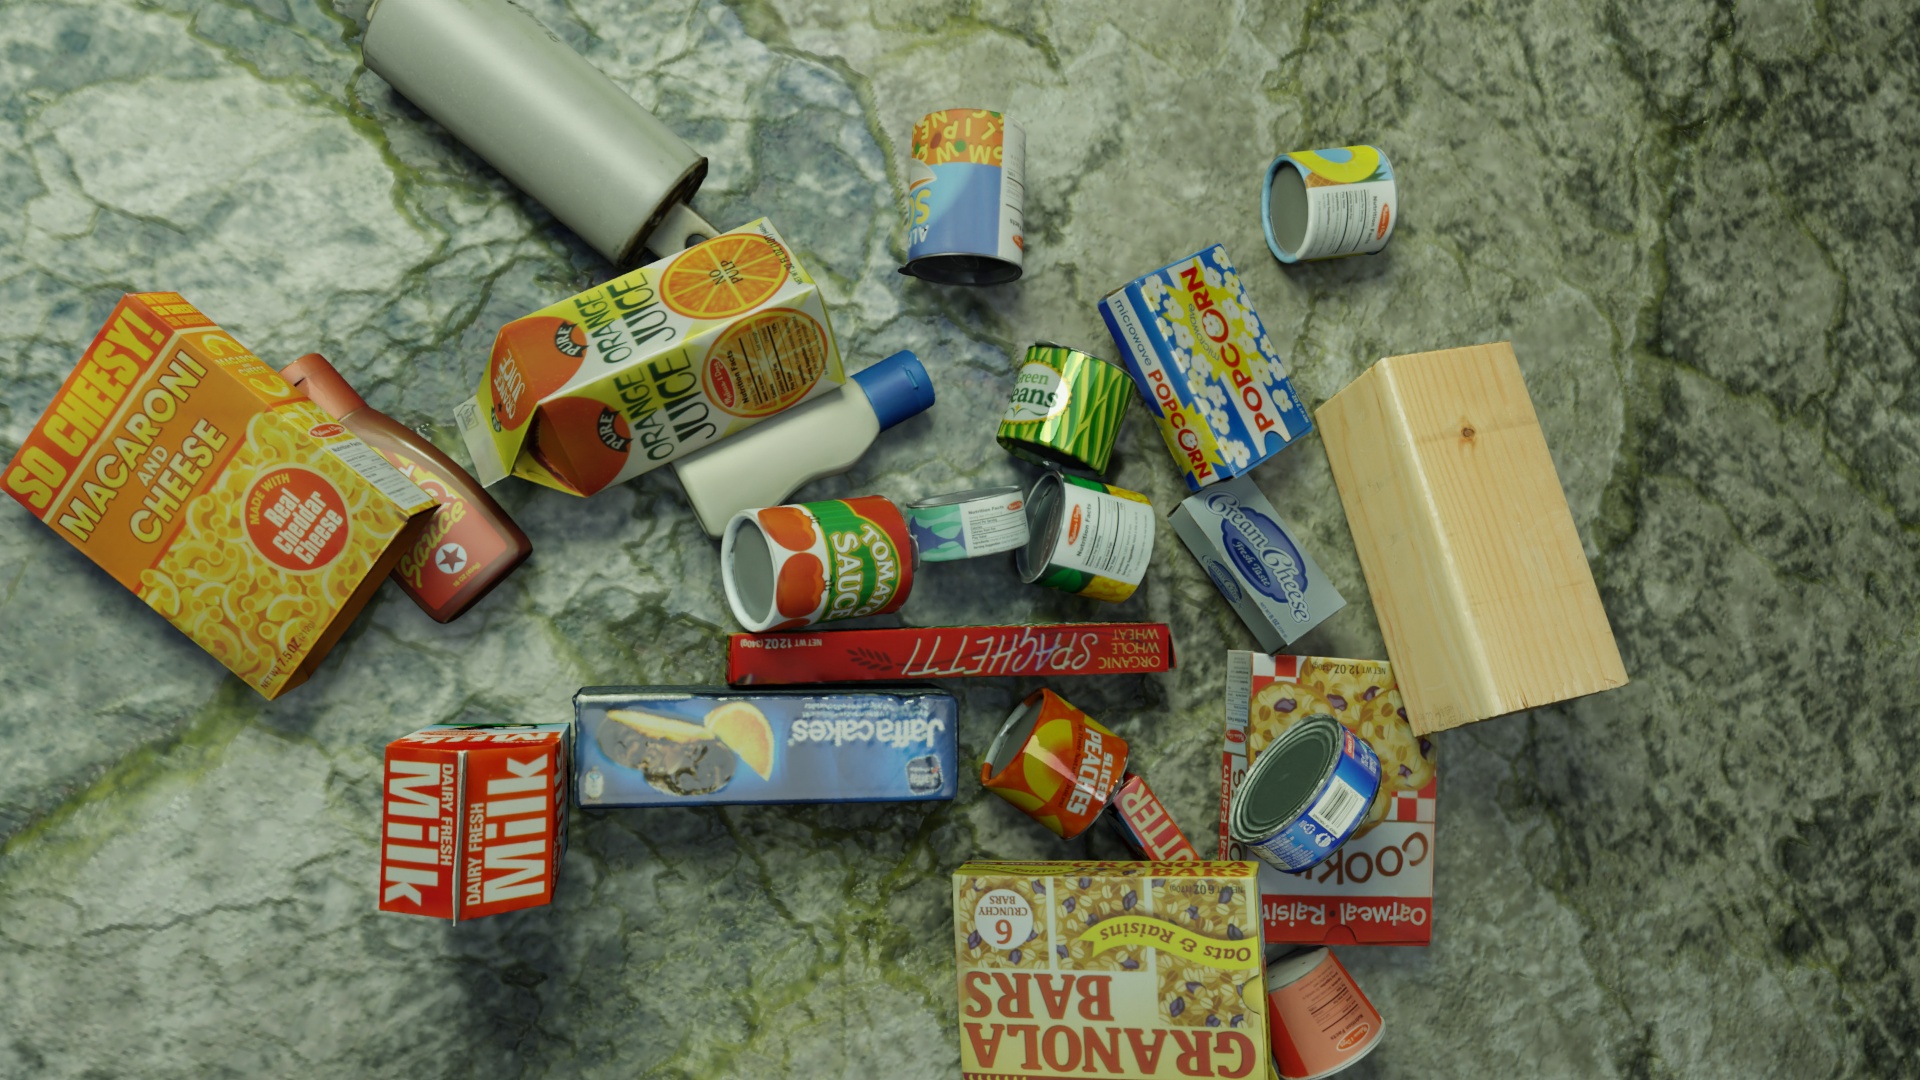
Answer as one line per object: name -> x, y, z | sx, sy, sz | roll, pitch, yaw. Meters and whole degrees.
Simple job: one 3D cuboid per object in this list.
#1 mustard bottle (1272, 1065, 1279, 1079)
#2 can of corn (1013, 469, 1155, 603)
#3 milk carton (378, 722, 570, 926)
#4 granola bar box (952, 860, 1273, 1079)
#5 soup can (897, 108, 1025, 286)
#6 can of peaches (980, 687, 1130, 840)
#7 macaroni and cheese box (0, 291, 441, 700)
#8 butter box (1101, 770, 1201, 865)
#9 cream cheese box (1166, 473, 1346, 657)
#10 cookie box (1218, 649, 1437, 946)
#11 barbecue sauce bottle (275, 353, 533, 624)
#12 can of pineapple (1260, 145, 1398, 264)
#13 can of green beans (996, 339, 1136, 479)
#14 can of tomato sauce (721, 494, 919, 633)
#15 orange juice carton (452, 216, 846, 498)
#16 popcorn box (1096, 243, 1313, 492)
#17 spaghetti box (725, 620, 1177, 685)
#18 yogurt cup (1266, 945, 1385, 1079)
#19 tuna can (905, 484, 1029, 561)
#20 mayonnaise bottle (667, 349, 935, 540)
mustard bottle -> 0.153, 0.313, 0.797 | 0.065, 0.049, 0.160 | -35, 94, -7
can of corn -> 0.069, -0.002, 0.790 | 0.058, 0.071, 0.071 | 14, 84, -18
milk carton -> -0.224, 0.126, 0.649 | 0.073, 0.190, 0.072 | 1, 87, -13
granola bar box -> 0.081, 0.239, 0.753 | 0.165, 0.039, 0.124 | -3, 89, 14
soup can -> 0.001, -0.193, 0.788 | 0.071, 0.071, 0.084 | 3, 85, -13
can of peaches -> 0.053, 0.124, 0.775 | 0.058, 0.071, 0.071 | 35, 80, -8
macaroni and cheese box -> -0.362, -0.022, 0.682 | 0.166, 0.040, 0.123 | 40, 101, -4
butter box -> 0.114, 0.177, 0.795 | 0.024, 0.053, 0.103 | -36, 95, -10
cream cheese box -> 0.174, 0.012, 0.816 | 0.053, 0.024, 0.104 | -29, 76, -27
cookie box -> 0.219, 0.153, 0.827 | 0.123, 0.040, 0.167 | 5, 85, -13
barbecue sauce bottle -> -0.295, -0.030, 0.719 | 0.065, 0.043, 0.148 | -42, 96, -3
can of pineapple -> 0.221, -0.204, 0.840 | 0.058, 0.071, 0.071 | -9, 89, -13
can of green beans -> 0.060, -0.073, 0.793 | 0.071, 0.071, 0.058 | 22, 83, -11
can of tomato sauce -> -0.075, 0.012, 0.741 | 0.083, 0.071, 0.071 | -7, 88, -34
orange juice carton -> -0.165, -0.088, 0.723 | 0.193, 0.072, 0.072 | -26, 50, -11
popcorn box -> 0.144, -0.102, 0.812 | 0.085, 0.038, 0.126 | -29, 93, -39
spaghetti box -> -0.005, 0.062, 0.777 | 0.250, 0.050, 0.028 | -1, 88, -13
yogurt cup -> 0.203, 0.272, 0.805 | 0.072, 0.072, 0.054 | -28, 85, -13
tuna can -> 0.003, -0.010, 0.776 | 0.071, 0.071, 0.032 | -10, 96, -13
mayonnaise bottle -> -0.086, -0.058, 0.772 | 0.148, 0.041, 0.064 | -29, 94, -14
